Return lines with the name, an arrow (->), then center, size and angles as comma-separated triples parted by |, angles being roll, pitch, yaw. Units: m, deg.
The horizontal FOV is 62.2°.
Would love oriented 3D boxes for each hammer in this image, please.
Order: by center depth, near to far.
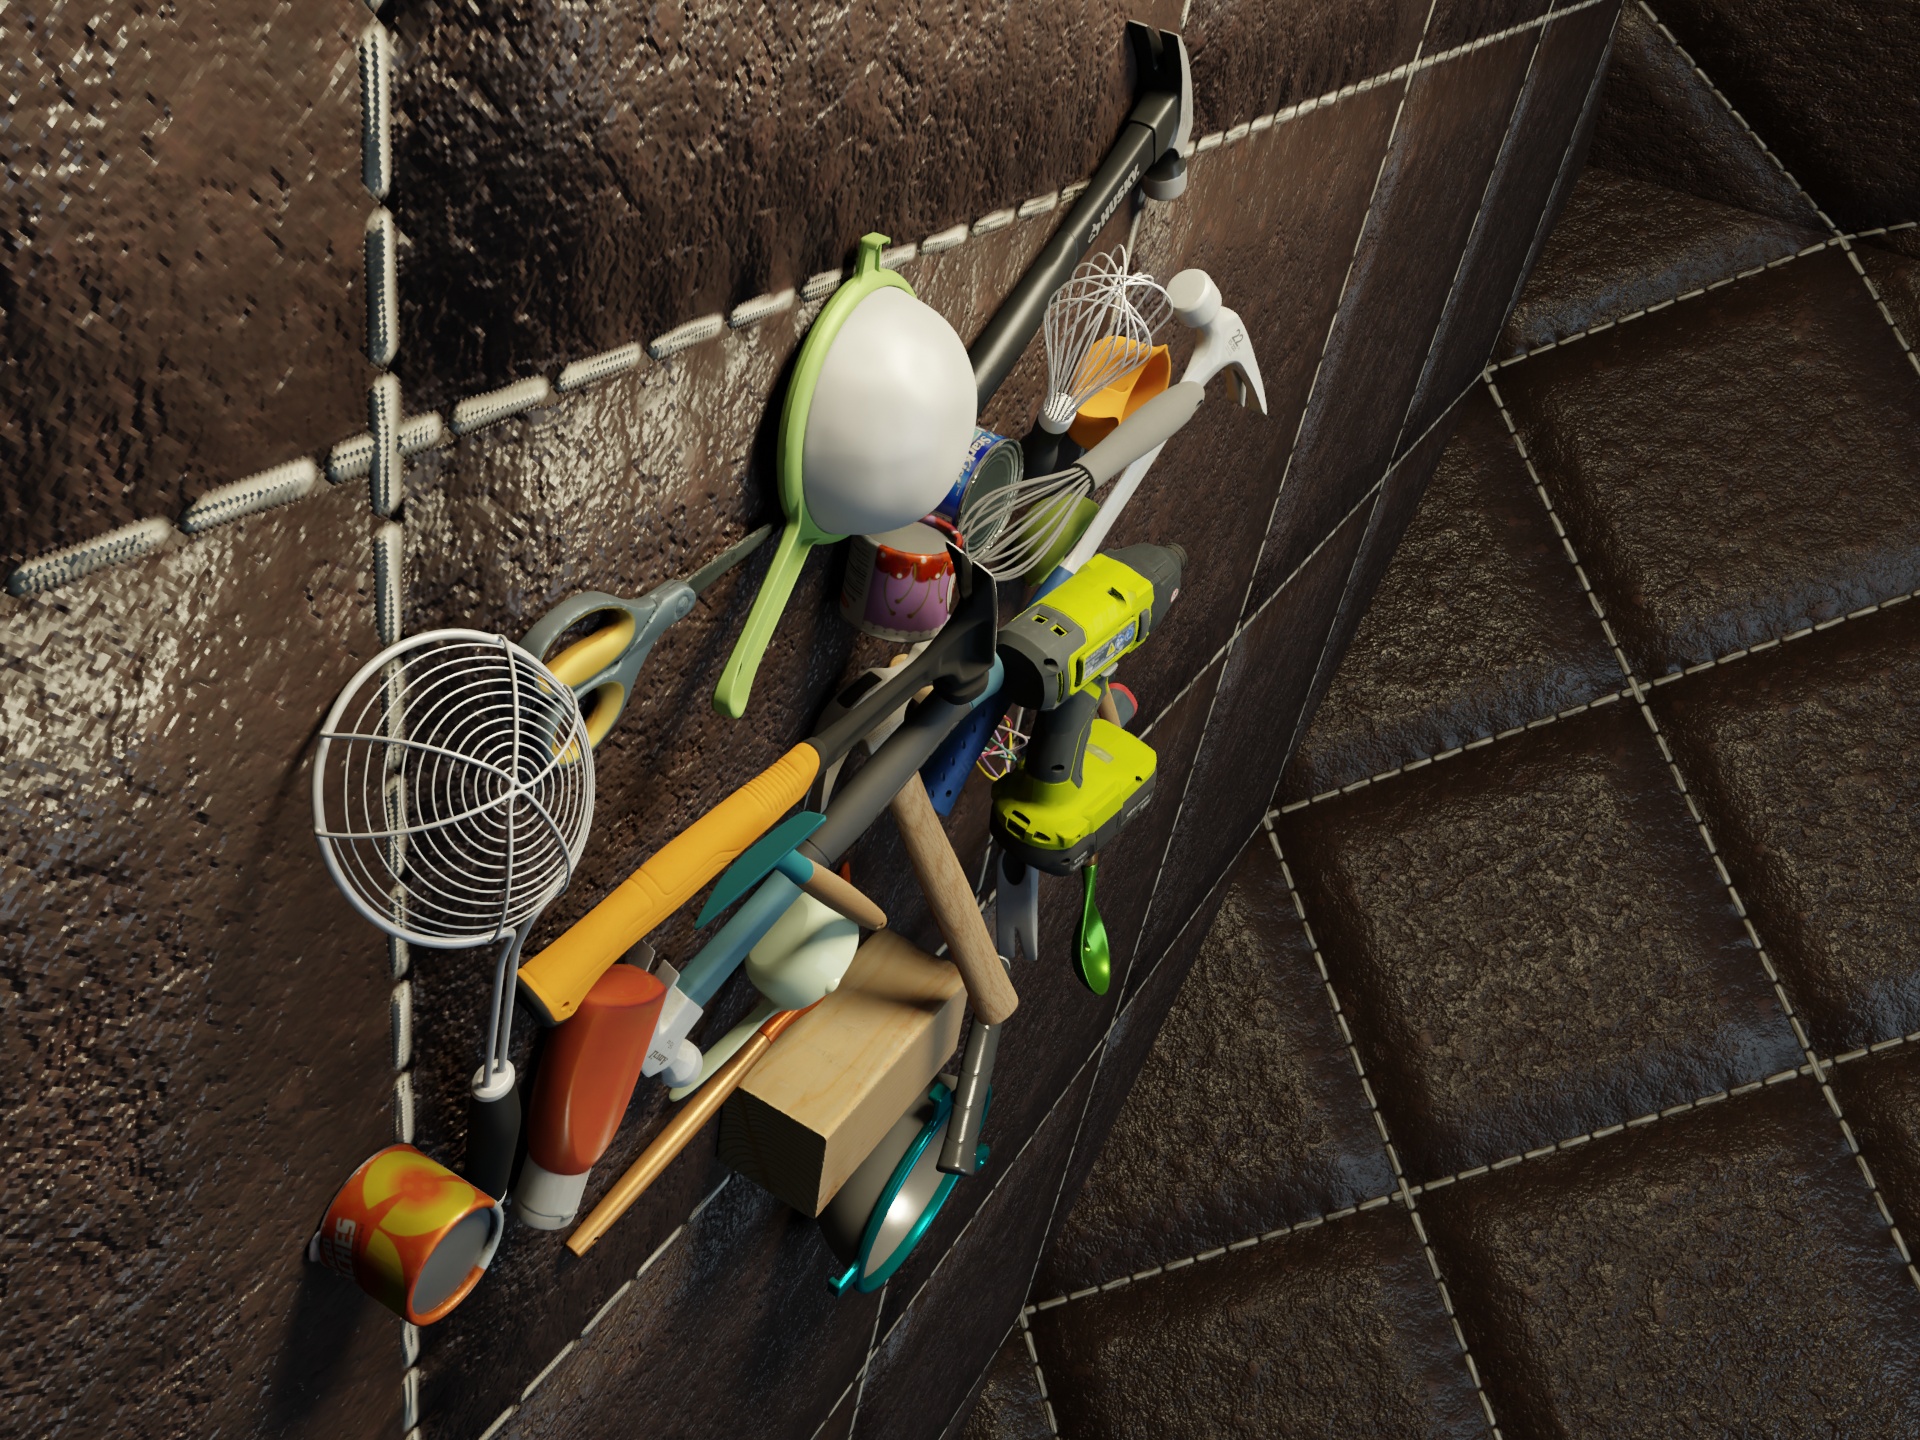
hammer -> -0.103, 0.038, 0.858 | 0.337, 0.034, 0.127 | -41, 158, -23
hammer -> -0.088, 0.081, 0.973 | 0.331, 0.033, 0.128 | -48, 156, -12
hammer -> 0.059, -0.289, 1.000 | 0.335, 0.035, 0.146 | -58, 160, -20
hammer -> -0.019, 0.100, 1.099 | 0.130, 0.031, 0.331 | -35, 131, -18
hammer -> 0.087, -0.111, 1.124 | 0.405, 0.035, 0.144 | -58, 144, 0
hammer -> 0.038, 0.195, 1.357 | 0.149, 0.036, 0.409 | 82, 19, -52
hammer -> 0.098, 0.063, 1.389 | 0.386, 0.038, 0.143 | -47, 140, -64

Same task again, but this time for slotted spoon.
slotted spoon -> 0.105, 0.094, 1.314 | 0.070, 0.031, 0.313 | -57, 148, -57

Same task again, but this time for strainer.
strainer -> -0.052, -0.111, 0.834 | 0.151, 0.069, 0.256 | 59, 52, -68
strainer -> -0.050, 0.398, 1.465 | 0.211, 0.095, 0.340 | -62, 163, -2

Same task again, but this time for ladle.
ladle -> 0.104, -0.067, 1.276 | 0.078, 0.062, 0.319 | -52, 147, -18

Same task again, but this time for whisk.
whisk -> 0.069, -0.206, 0.996 | 0.070, 0.070, 0.284 | -59, 180, -16
whisk -> 0.079, -0.159, 1.019 | 0.239, 0.055, 0.055 | -39, 151, -27
whisk -> -0.002, -0.006, 1.176 | 0.047, 0.051, 0.244 | -52, 155, -1

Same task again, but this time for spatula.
spatula -> -0.079, 0.100, 0.907 | 0.082, 0.044, 0.317 | -41, 161, -2
spatula -> -0.157, 0.230, 1.084 | 0.323, 0.041, 0.081 | -47, 154, -34

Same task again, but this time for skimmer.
skimmer -> -0.232, 0.116, 0.733 | 0.127, 0.090, 0.363 | -39, 159, -42

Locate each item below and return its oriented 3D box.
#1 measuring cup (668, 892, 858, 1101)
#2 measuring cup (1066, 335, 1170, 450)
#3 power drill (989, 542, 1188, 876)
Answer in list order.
measuring cup -> -0.139, 0.179, 1.035 | 0.167, 0.083, 0.038 | -45, 119, -4
measuring cup -> 0.095, -0.234, 1.138 | 0.173, 0.052, 0.095 | -17, 129, -63
power drill -> 0.090, -0.012, 1.106 | 0.171, 0.080, 0.223 | -37, 147, -33
